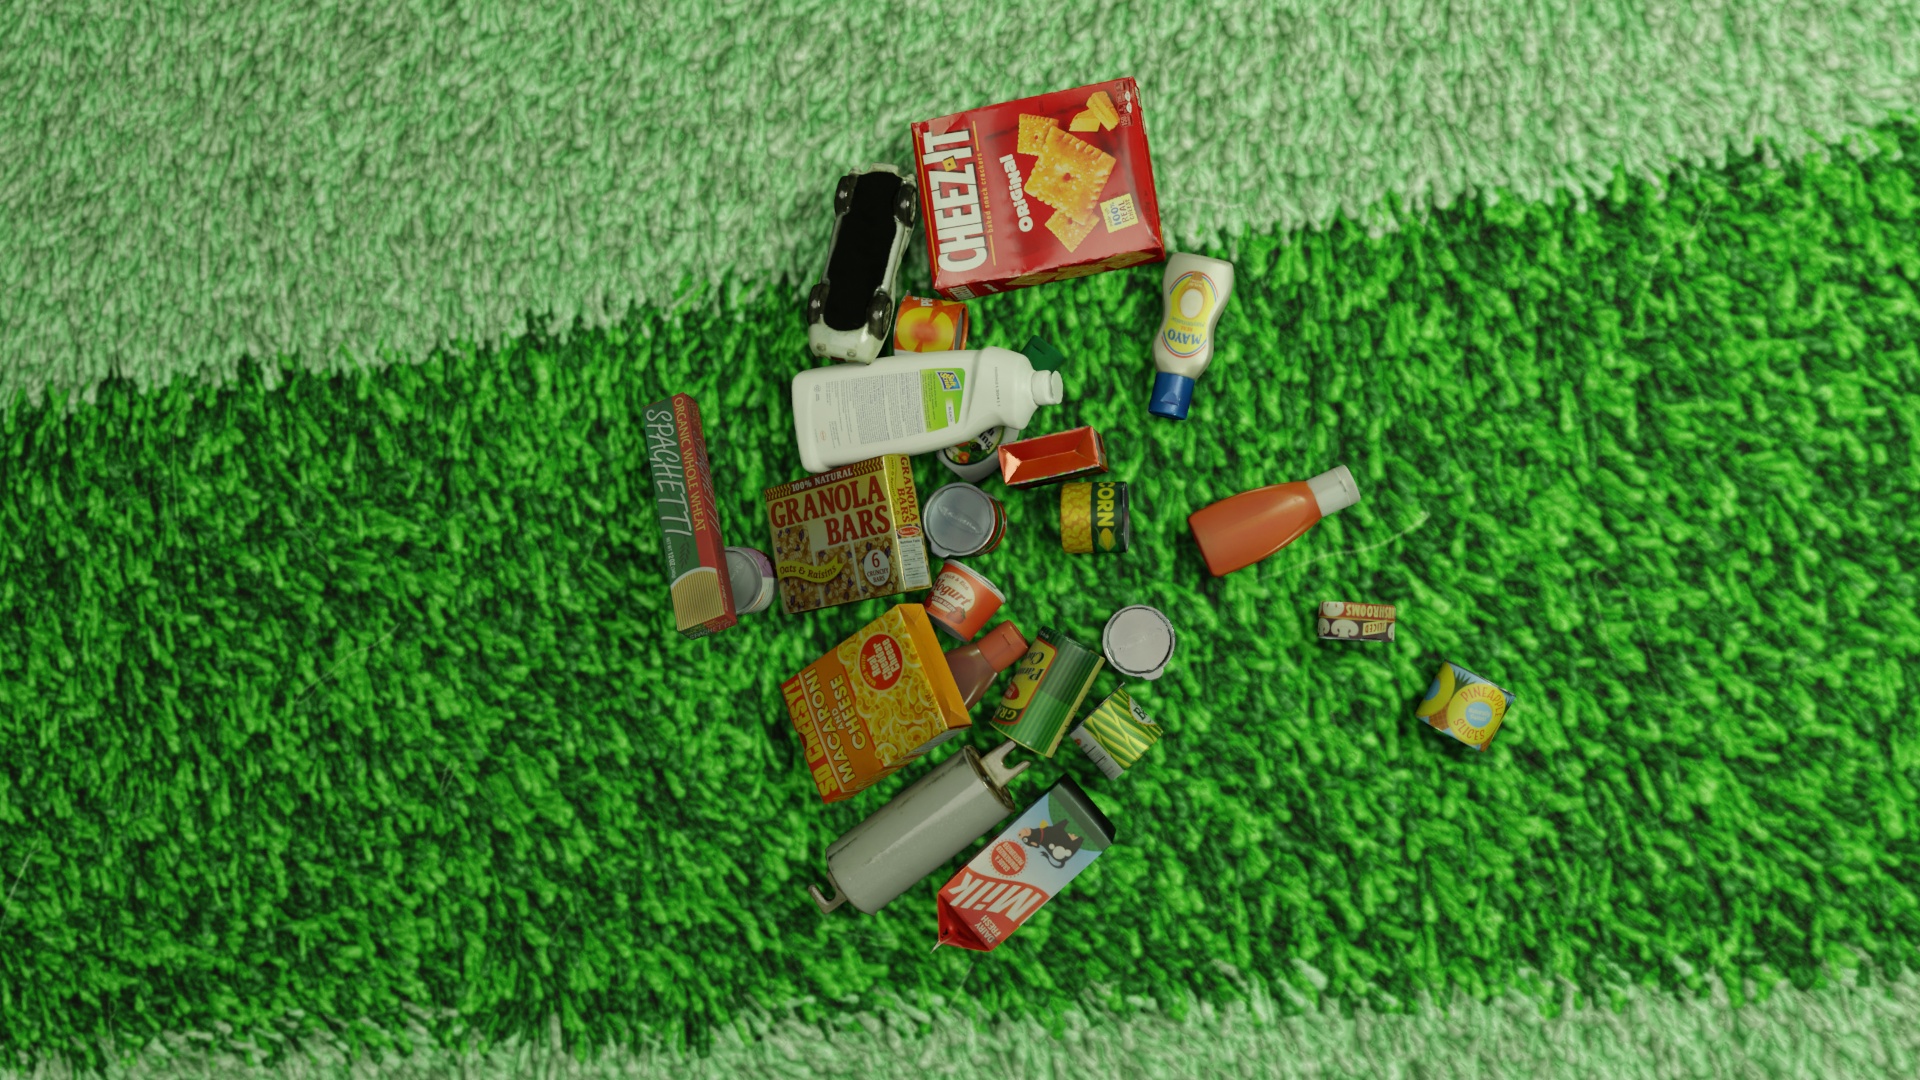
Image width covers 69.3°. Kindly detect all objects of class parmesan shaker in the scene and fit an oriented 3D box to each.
[{"bbox_3d":[0.079,0.137,1.271,0.071,0.071,0.103,29,90,10],"label":"parmesan shaker"}]

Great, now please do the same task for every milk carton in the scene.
[{"bbox_3d":[0.047,0.305,1.266,0.190,0.072,0.073,-43,82,6],"label":"milk carton"}]

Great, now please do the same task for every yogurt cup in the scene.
[{"bbox_3d":[0.000,0.057,1.281,0.072,0.072,0.054,33,79,9],"label":"yogurt cup"}]

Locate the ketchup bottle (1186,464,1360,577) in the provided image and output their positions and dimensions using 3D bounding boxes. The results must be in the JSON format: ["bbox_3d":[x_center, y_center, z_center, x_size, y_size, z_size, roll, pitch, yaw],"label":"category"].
[{"bbox_3d":[0.284,-0.022,1.252,0.149,0.043,0.065,-24,85,8],"label":"ketchup bottle"}]

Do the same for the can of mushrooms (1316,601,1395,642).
[{"bbox_3d":[0.350,0.072,1.223,0.071,0.071,0.033,4,87,10],"label":"can of mushrooms"}]

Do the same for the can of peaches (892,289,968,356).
[{"bbox_3d":[-0.027,-0.196,1.301,0.058,0.071,0.071,10,90,10],"label":"can of peaches"}]

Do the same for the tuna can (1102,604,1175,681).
[{"bbox_3d":[0.165,0.094,1.274,0.071,0.033,0.071,0,88,10],"label":"tuna can"}]

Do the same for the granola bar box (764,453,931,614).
[{"bbox_3d":[-0.106,-0.004,1.282,0.165,0.039,0.124,-13,86,41],"label":"granola bar box"}]

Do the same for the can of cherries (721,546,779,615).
[{"bbox_3d":[-0.214,0.037,1.330,0.071,0.058,0.071,0,89,11],"label":"can of cherries"}]

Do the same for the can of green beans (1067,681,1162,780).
[{"bbox_3d":[0.141,0.174,1.258,0.071,0.071,0.058,-44,82,6],"label":"can of green beans"}]

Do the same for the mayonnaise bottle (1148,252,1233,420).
[{"bbox_3d":[0.206,-0.186,1.273,0.065,0.041,0.148,13,90,9],"label":"mayonnaise bottle"}]

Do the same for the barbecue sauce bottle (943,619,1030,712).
[{"bbox_3d":[-0.004,0.131,1.297,0.148,0.043,0.065,-37,76,6],"label":"barbecue sauce bottle"}]

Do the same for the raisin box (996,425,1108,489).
[{"bbox_3d":[0.085,-0.073,1.249,0.086,0.123,0.040,-13,88,10],"label":"raisin box"}]

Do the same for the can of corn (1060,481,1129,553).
[{"bbox_3d":[0.123,-0.022,1.267,0.058,0.071,0.071,-1,88,11],"label":"can of corn"}]

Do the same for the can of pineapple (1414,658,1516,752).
[{"bbox_3d":[0.438,0.143,1.206,0.071,0.071,0.058,28,94,10],"label":"can of pineapple"}]

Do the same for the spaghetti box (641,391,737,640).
[{"bbox_3d":[-0.258,-0.028,1.311,0.050,0.028,0.251,-20,63,9],"label":"spaghetti box"}]

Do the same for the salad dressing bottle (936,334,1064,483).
[{"bbox_3d":[0.038,-0.124,1.298,0.064,0.044,0.147,39,94,21],"label":"salad dressing bottle"}]

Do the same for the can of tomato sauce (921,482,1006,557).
[{"bbox_3d":[0.005,-0.016,1.281,0.071,0.083,0.071,0,88,10],"label":"can of tomato sauce"}]

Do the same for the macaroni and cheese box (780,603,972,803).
[{"bbox_3d":[-0.081,0.150,1.268,0.166,0.040,0.124,-35,68,30],"label":"macaroni and cheese box"}]
